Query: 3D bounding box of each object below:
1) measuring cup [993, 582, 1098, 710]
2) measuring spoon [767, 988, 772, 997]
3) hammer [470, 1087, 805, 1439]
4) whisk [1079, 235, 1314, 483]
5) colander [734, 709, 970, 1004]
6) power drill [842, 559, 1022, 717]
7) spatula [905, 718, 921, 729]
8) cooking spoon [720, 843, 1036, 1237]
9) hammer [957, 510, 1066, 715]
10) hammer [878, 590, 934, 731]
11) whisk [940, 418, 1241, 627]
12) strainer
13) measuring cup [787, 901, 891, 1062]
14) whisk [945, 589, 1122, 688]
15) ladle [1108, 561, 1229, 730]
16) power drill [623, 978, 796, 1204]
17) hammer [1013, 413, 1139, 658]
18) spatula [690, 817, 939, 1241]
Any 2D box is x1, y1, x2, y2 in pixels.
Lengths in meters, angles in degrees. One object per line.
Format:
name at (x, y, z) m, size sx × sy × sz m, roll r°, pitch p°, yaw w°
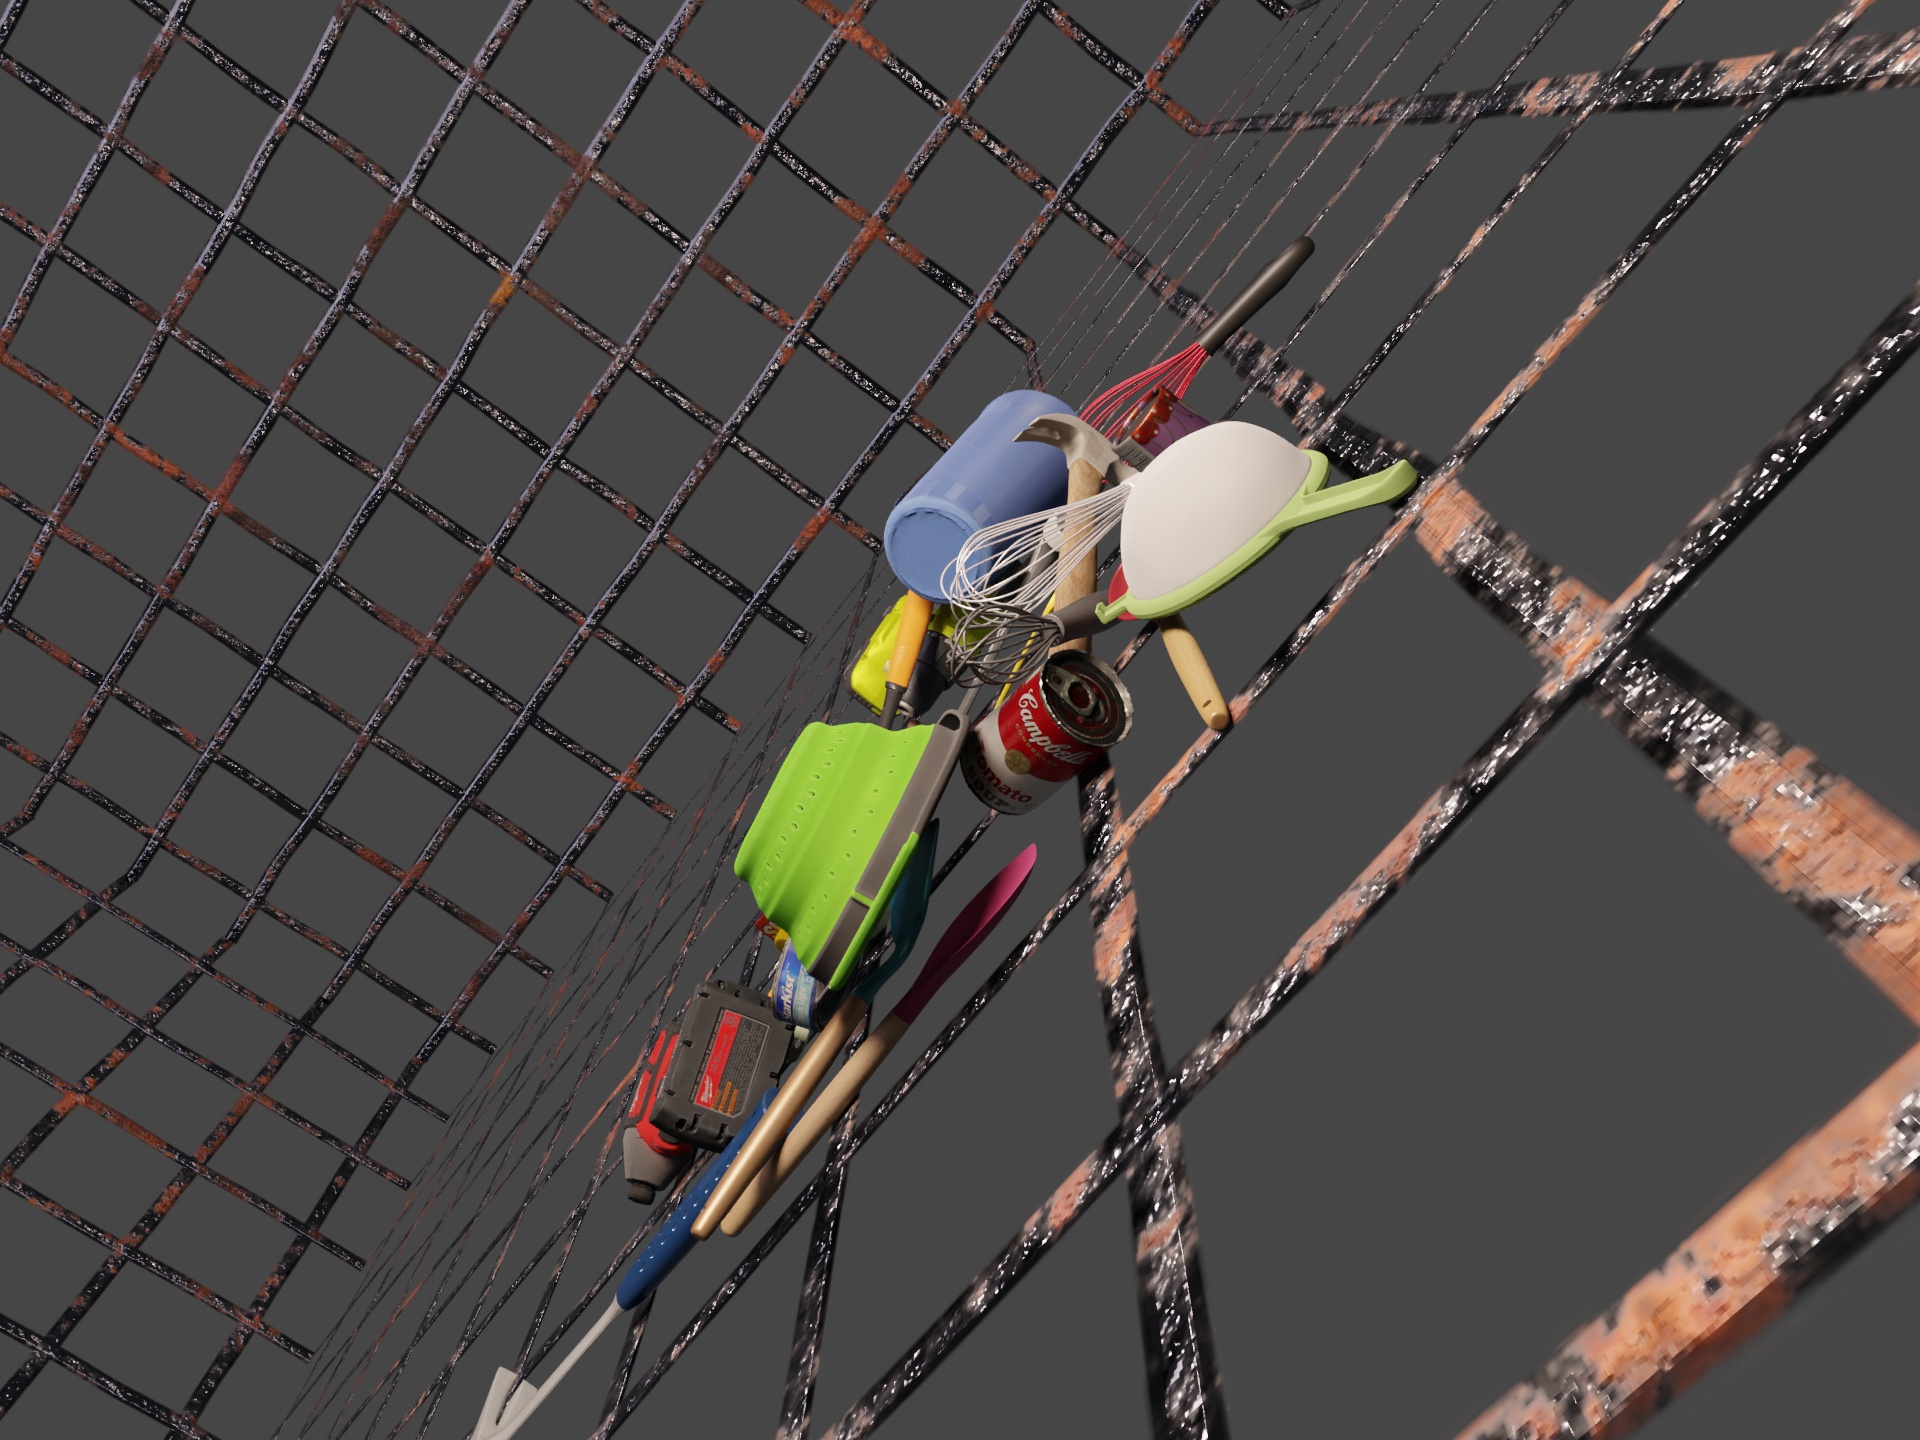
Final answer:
measuring cup at (0.067, -0.055, 1.282) m, size 0.156 × 0.029 × 0.062 m, roll -62°, pitch 2°, yaw 27°
measuring spoon at (-0.133, 0.220, 1.304) m, size 0.117 × 0.011 × 0.021 m, roll -29°, pitch 28°, yaw 58°
hammer at (-0.237, 0.402, 1.105) m, size 0.405 × 0.035 × 0.144 m, roll -51°, pitch 11°, yaw 17°
whisk at (0.203, -0.320, 1.425) m, size 0.296 × 0.073 × 0.073 m, roll -44°, pitch 13°, yaw 18°
colander at (-0.075, 0.050, 1.087) m, size 0.204 × 0.094 × 0.397 m, roll -62°, pitch 3°, yaw 13°
power drill at (-0.037, -0.071, 1.618) m, size 0.191 × 0.080 × 0.228 m, roll -57°, pitch 14°, yaw -21°
spatula at (-0.086, 0.105, 1.430) m, size 0.059 × 0.018 × 0.316 m, roll -40°, pitch 18°, yaw 42°
cooking spoon at (-0.050, 0.201, 0.980) m, size 0.319 × 0.017 × 0.069 m, roll -51°, pitch 8°, yaw 10°
hammer at (-0.002, -0.004, 1.354) m, size 0.409 × 0.036 × 0.149 m, roll -62°, pitch 8°, yaw -33°
hammer at (-0.052, -0.053, 1.444) m, size 0.127 × 0.034 × 0.337 m, roll 122°, pitch 166°, yaw -47°
whisk at (0.101, -0.148, 1.118) m, size 0.284 × 0.070 × 0.070 m, roll -33°, pitch 1°, yaw -25°
strainer at (0.165, -0.136, 0.921) m, size 0.151 × 0.069 × 0.256 m, roll -46°, pitch 14°, yaw -17°
measuring cup at (-0.095, 0.176, 1.195) m, size 0.083 × 0.038 × 0.168 m, roll 6°, pitch 76°, yaw 38°
whisk at (0.060, -0.063, 1.058) m, size 0.055 × 0.055 × 0.239 m, roll -48°, pitch -13°, yaw 31°
ladle at (0.132, -0.054, 0.971) m, size 0.069 × 0.031 × 0.316 m, roll -44°, pitch 15°, yaw 14°
power drill at (-0.203, 0.285, 1.202) m, size 0.219 × 0.078 × 0.143 m, roll -45°, pitch 25°, yaw 58°
hammer at (0.089, -0.131, 1.219) m, size 0.031 × 0.130 × 0.332 m, roll -40°, pitch 25°, yaw 34°
spatula at (-0.089, 0.198, 1.040) m, size 0.318 × 0.044 × 0.082 m, roll -54°, pitch 7°, yaw -36°
